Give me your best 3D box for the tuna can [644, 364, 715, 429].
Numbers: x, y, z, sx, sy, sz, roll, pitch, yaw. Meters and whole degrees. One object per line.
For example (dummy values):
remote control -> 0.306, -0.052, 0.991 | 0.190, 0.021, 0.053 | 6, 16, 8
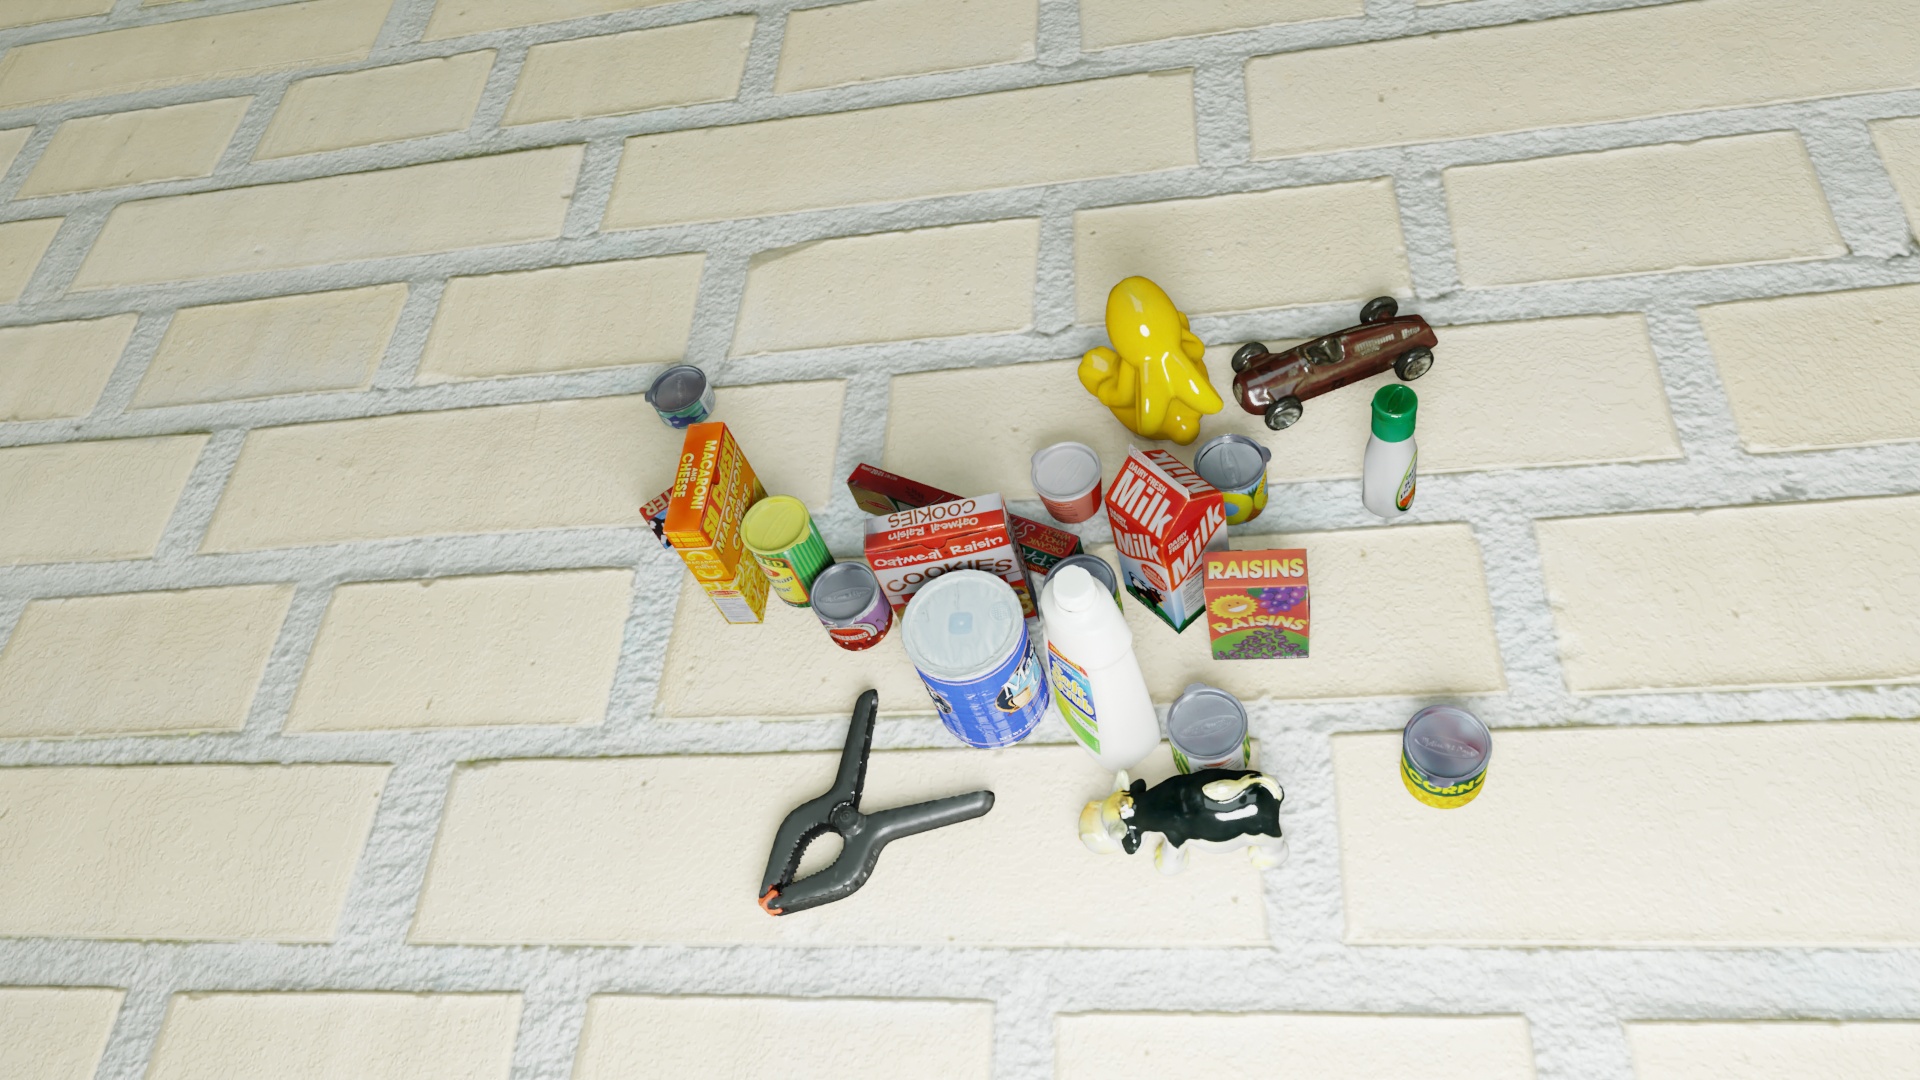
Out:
tuna can -> -0.306, -0.156, 1.518 | 0.071, 0.032, 0.071 | -7, 55, 10

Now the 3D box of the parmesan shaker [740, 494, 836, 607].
parmesan shaker -> -0.159, 0.013, 1.322 | 0.071, 0.102, 0.071 | -7, 55, 10

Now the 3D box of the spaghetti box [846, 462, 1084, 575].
spaghetti box -> 0.005, -0.017, 1.332 | 0.250, 0.050, 0.029 | 19, 64, 25

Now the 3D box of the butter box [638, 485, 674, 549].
butter box -> -0.272, -0.040, 1.419 | 0.104, 0.053, 0.024 | -35, 55, -10

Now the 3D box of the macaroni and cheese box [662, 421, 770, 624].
macaroni and cheese box -> -0.221, -0.015, 1.319 | 0.040, 0.165, 0.124 | -3, 56, 13

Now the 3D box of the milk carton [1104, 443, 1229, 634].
milk carton -> 0.180, -0.008, 1.194 | 0.073, 0.189, 0.072 | -40, 56, -13

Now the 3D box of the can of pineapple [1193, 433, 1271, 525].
can of pineapple -> 0.254, -0.056, 1.289 | 0.071, 0.057, 0.071 | -7, 55, 10

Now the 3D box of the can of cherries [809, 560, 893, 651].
can of cherries -> -0.102, 0.064, 1.300 | 0.071, 0.058, 0.072 | -7, 55, 10

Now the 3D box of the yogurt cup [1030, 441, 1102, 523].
yogurt cup -> 0.105, -0.052, 1.328 | 0.072, 0.053, 0.073 | -7, 55, 10

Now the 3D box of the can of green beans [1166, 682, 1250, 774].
can of green beans -> 0.206, 0.164, 1.153 | 0.071, 0.057, 0.071 | -7, 55, 10

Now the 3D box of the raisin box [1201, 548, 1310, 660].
raisin box -> 0.252, 0.055, 1.174 | 0.086, 0.123, 0.040 | -2, 57, 14

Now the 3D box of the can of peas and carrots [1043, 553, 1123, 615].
can of peas and carrots -> 0.113, 0.056, 1.249 | 0.071, 0.058, 0.071 | -7, 55, 10

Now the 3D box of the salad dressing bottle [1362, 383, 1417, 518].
salad dressing bottle -> 0.378, -0.078, 1.216 | 0.044, 0.147, 0.064 | 20, 64, 26

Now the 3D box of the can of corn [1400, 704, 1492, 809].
can of corn -> 0.383, 0.174, 1.099 | 0.071, 0.058, 0.071 | -7, 55, 10

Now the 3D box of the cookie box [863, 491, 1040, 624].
cookie box -> -0.005, 0.030, 1.232 | 0.123, 0.166, 0.040 | -12, 55, 7
